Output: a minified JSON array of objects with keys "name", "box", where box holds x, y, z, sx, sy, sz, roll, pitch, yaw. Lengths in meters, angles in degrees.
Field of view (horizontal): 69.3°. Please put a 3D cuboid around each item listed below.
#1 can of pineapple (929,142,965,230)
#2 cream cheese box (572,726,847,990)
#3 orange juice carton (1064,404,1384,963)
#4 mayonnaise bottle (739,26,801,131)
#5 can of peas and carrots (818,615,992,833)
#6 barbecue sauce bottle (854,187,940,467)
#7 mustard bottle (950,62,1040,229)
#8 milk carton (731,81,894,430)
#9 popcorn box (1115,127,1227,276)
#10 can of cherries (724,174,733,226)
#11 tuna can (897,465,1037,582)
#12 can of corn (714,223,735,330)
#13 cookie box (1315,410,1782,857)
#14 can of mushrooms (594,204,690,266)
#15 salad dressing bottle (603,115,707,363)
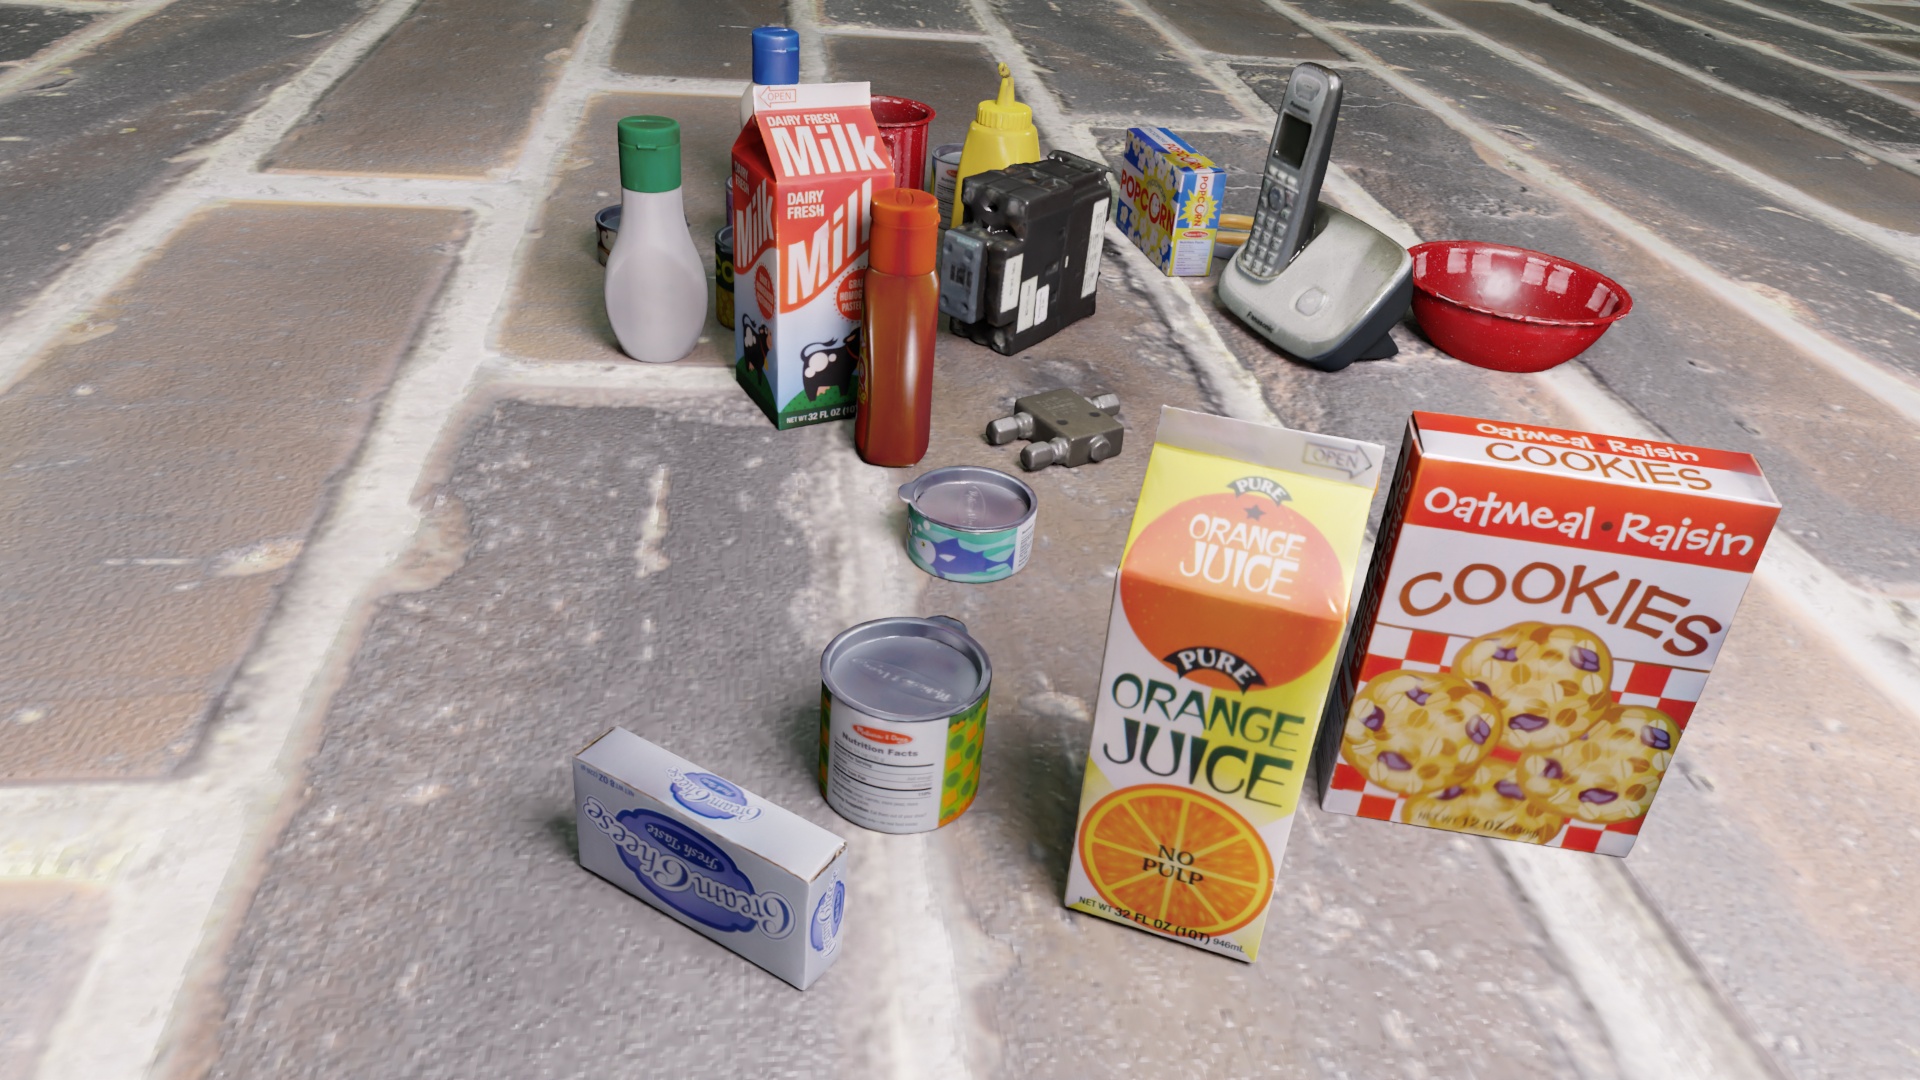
[{"name":"can of pineapple","box":[0.008,-0.293,1.152,0.071,0.057,0.071,4,31,-2]},{"name":"cream cheese box","box":[-0.087,0.109,0.482,0.104,0.053,0.024,21,34,24]},{"name":"orange juice carton","box":[0.089,0.045,0.479,0.072,0.191,0.073,14,32,14]},{"name":"mayonnaise bottle","box":[-0.146,-0.325,1.095,0.041,0.147,0.065,27,37,32]},{"name":"can of peas and carrots","box":[-0.022,0.071,0.549,0.071,0.058,0.071,4,31,-2]},{"name":"barbecue sauce bottle","box":[-0.035,-0.118,0.772,0.044,0.147,0.065,3,31,-4]},{"name":"mustard bottle","box":[0.030,-0.267,1.015,0.065,0.159,0.049,22,35,26]},{"name":"milk carton","box":[-0.087,-0.168,0.806,0.072,0.189,0.073,-12,35,-26]},{"name":"popcorn box","box":[0.167,-0.275,1.120,0.038,0.084,0.127,-4,32,-15]},{"name":"can of cherries","box":[-0.142,-0.239,1.041,0.071,0.058,0.072,4,31,-2]},{"name":"tuna can","box":[0.003,-0.009,0.709,0.071,0.032,0.071,4,31,-2]},{"name":"can of corn","box":[-0.134,-0.177,0.940,0.071,0.058,0.071,4,31,-2]},{"name":"cookie box","box":[0.216,0.039,0.534,0.123,0.166,0.040,8,31,5]},{"name":"can of mushrooms","box":[-0.232,-0.222,1.023,0.071,0.033,0.071,4,31,-2]},{"name":"salad dressing bottle","box":[-0.190,-0.185,0.859,0.064,0.146,0.044,1,31,-8]}]
